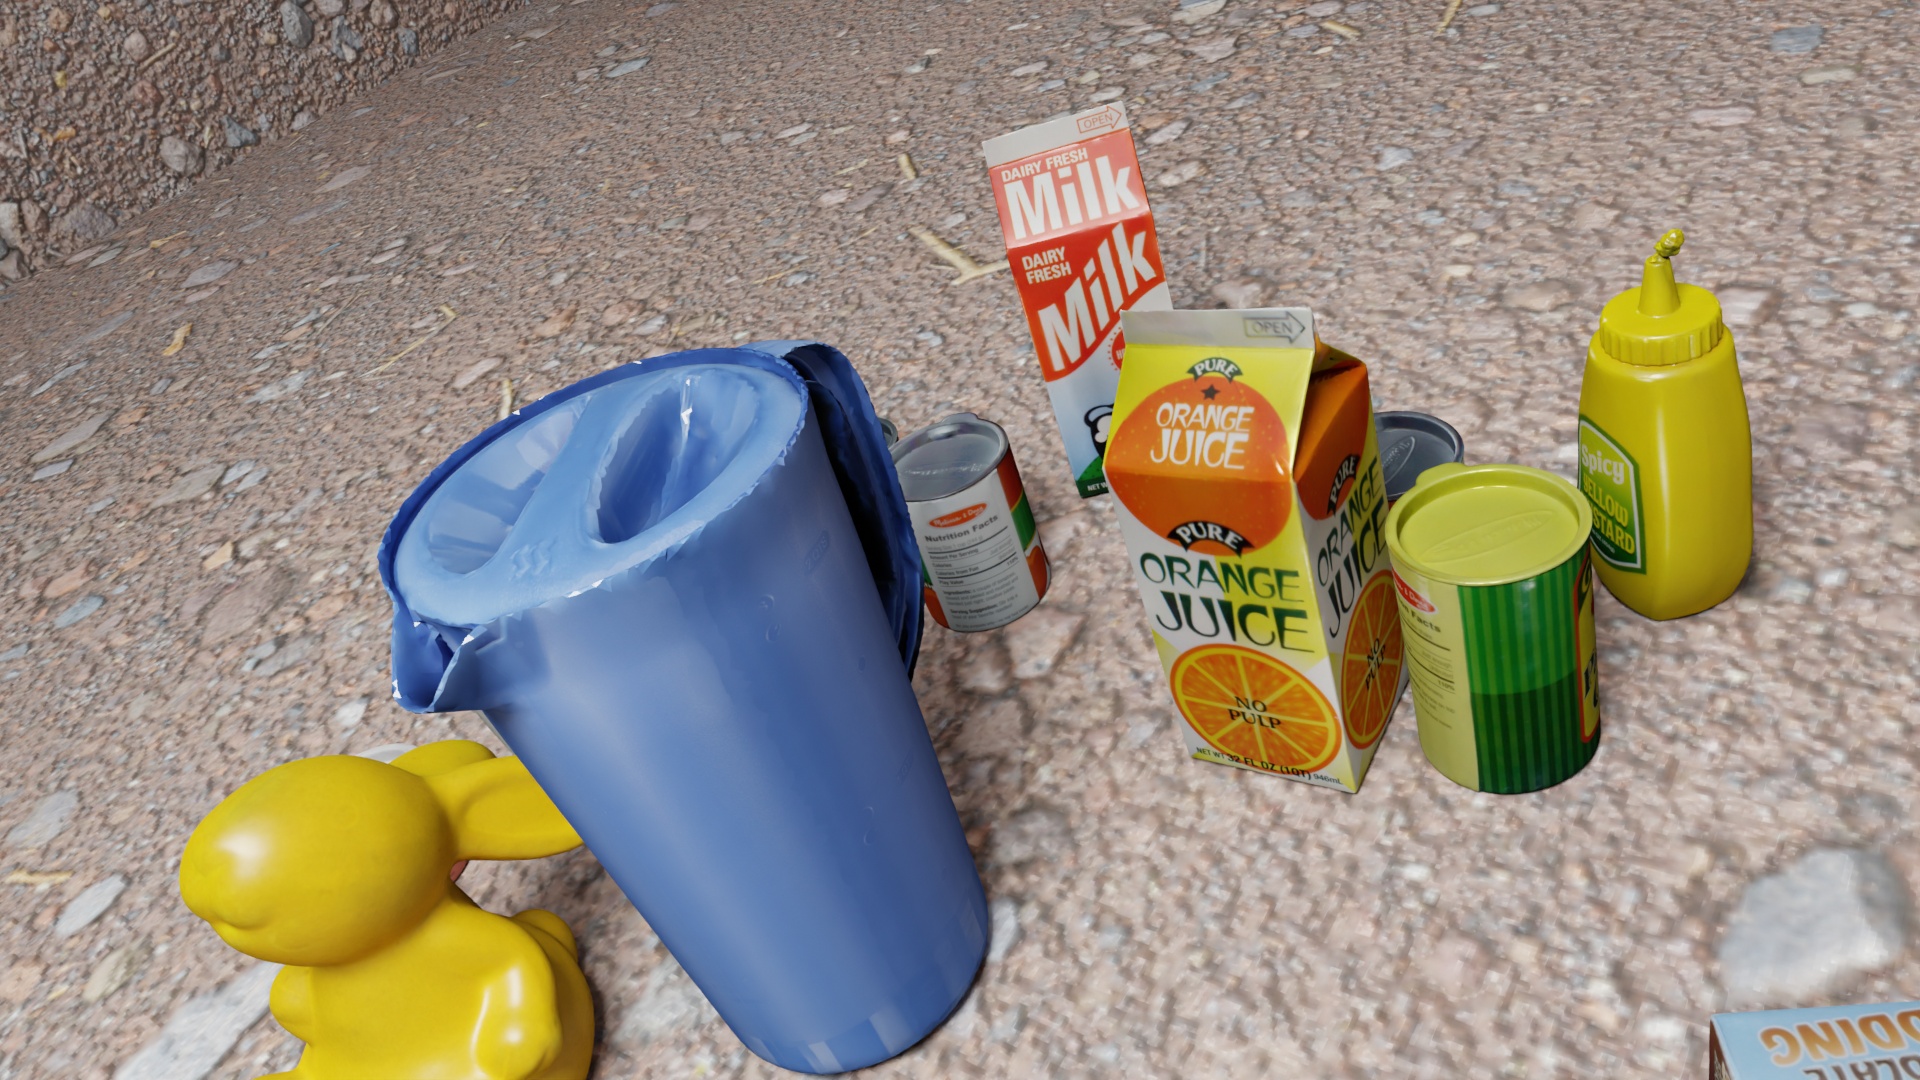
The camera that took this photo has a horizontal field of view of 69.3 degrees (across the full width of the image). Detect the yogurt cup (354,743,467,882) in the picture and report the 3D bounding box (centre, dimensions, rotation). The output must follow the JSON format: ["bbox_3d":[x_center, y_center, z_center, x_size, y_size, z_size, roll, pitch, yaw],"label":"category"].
[{"bbox_3d":[-0.263,0.135,0.639,0.072,0.053,0.073,-14,34,10],"label":"yogurt cup"}]

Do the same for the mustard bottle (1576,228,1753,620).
[{"bbox_3d":[0.262,-0.045,0.521,0.049,0.159,0.065,-21,34,0],"label":"mustard bottle"}]

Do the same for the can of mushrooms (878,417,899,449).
[{"bbox_3d":[-0.064,-0.038,0.795,0.071,0.033,0.071,-14,34,10],"label":"can of mushrooms"}]

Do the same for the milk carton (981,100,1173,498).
[{"bbox_3d":[0.070,-0.123,0.704,0.072,0.189,0.074,-14,34,10],"label":"milk carton"}]

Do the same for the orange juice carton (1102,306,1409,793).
[{"bbox_3d":[0.111,-0.003,0.512,0.072,0.191,0.073,7,43,35],"label":"orange juice carton"}]

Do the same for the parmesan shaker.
[{"bbox_3d":[0.193,0.031,0.502,0.071,0.102,0.072,-14,34,10],"label":"parmesan shaker"}]

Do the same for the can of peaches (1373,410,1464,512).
[{"bbox_3d":[0.187,-0.016,0.611,0.071,0.057,0.071,-14,34,10],"label":"can of peaches"}]

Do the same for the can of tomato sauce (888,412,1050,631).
[{"bbox_3d":[0.002,-0.008,0.675,0.071,0.082,0.071,-14,34,10],"label":"can of tomato sauce"}]

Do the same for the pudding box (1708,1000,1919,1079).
[{"bbox_3d":[0.243,0.147,0.362,0.083,0.049,0.030,-10,35,15],"label":"pudding box"}]
